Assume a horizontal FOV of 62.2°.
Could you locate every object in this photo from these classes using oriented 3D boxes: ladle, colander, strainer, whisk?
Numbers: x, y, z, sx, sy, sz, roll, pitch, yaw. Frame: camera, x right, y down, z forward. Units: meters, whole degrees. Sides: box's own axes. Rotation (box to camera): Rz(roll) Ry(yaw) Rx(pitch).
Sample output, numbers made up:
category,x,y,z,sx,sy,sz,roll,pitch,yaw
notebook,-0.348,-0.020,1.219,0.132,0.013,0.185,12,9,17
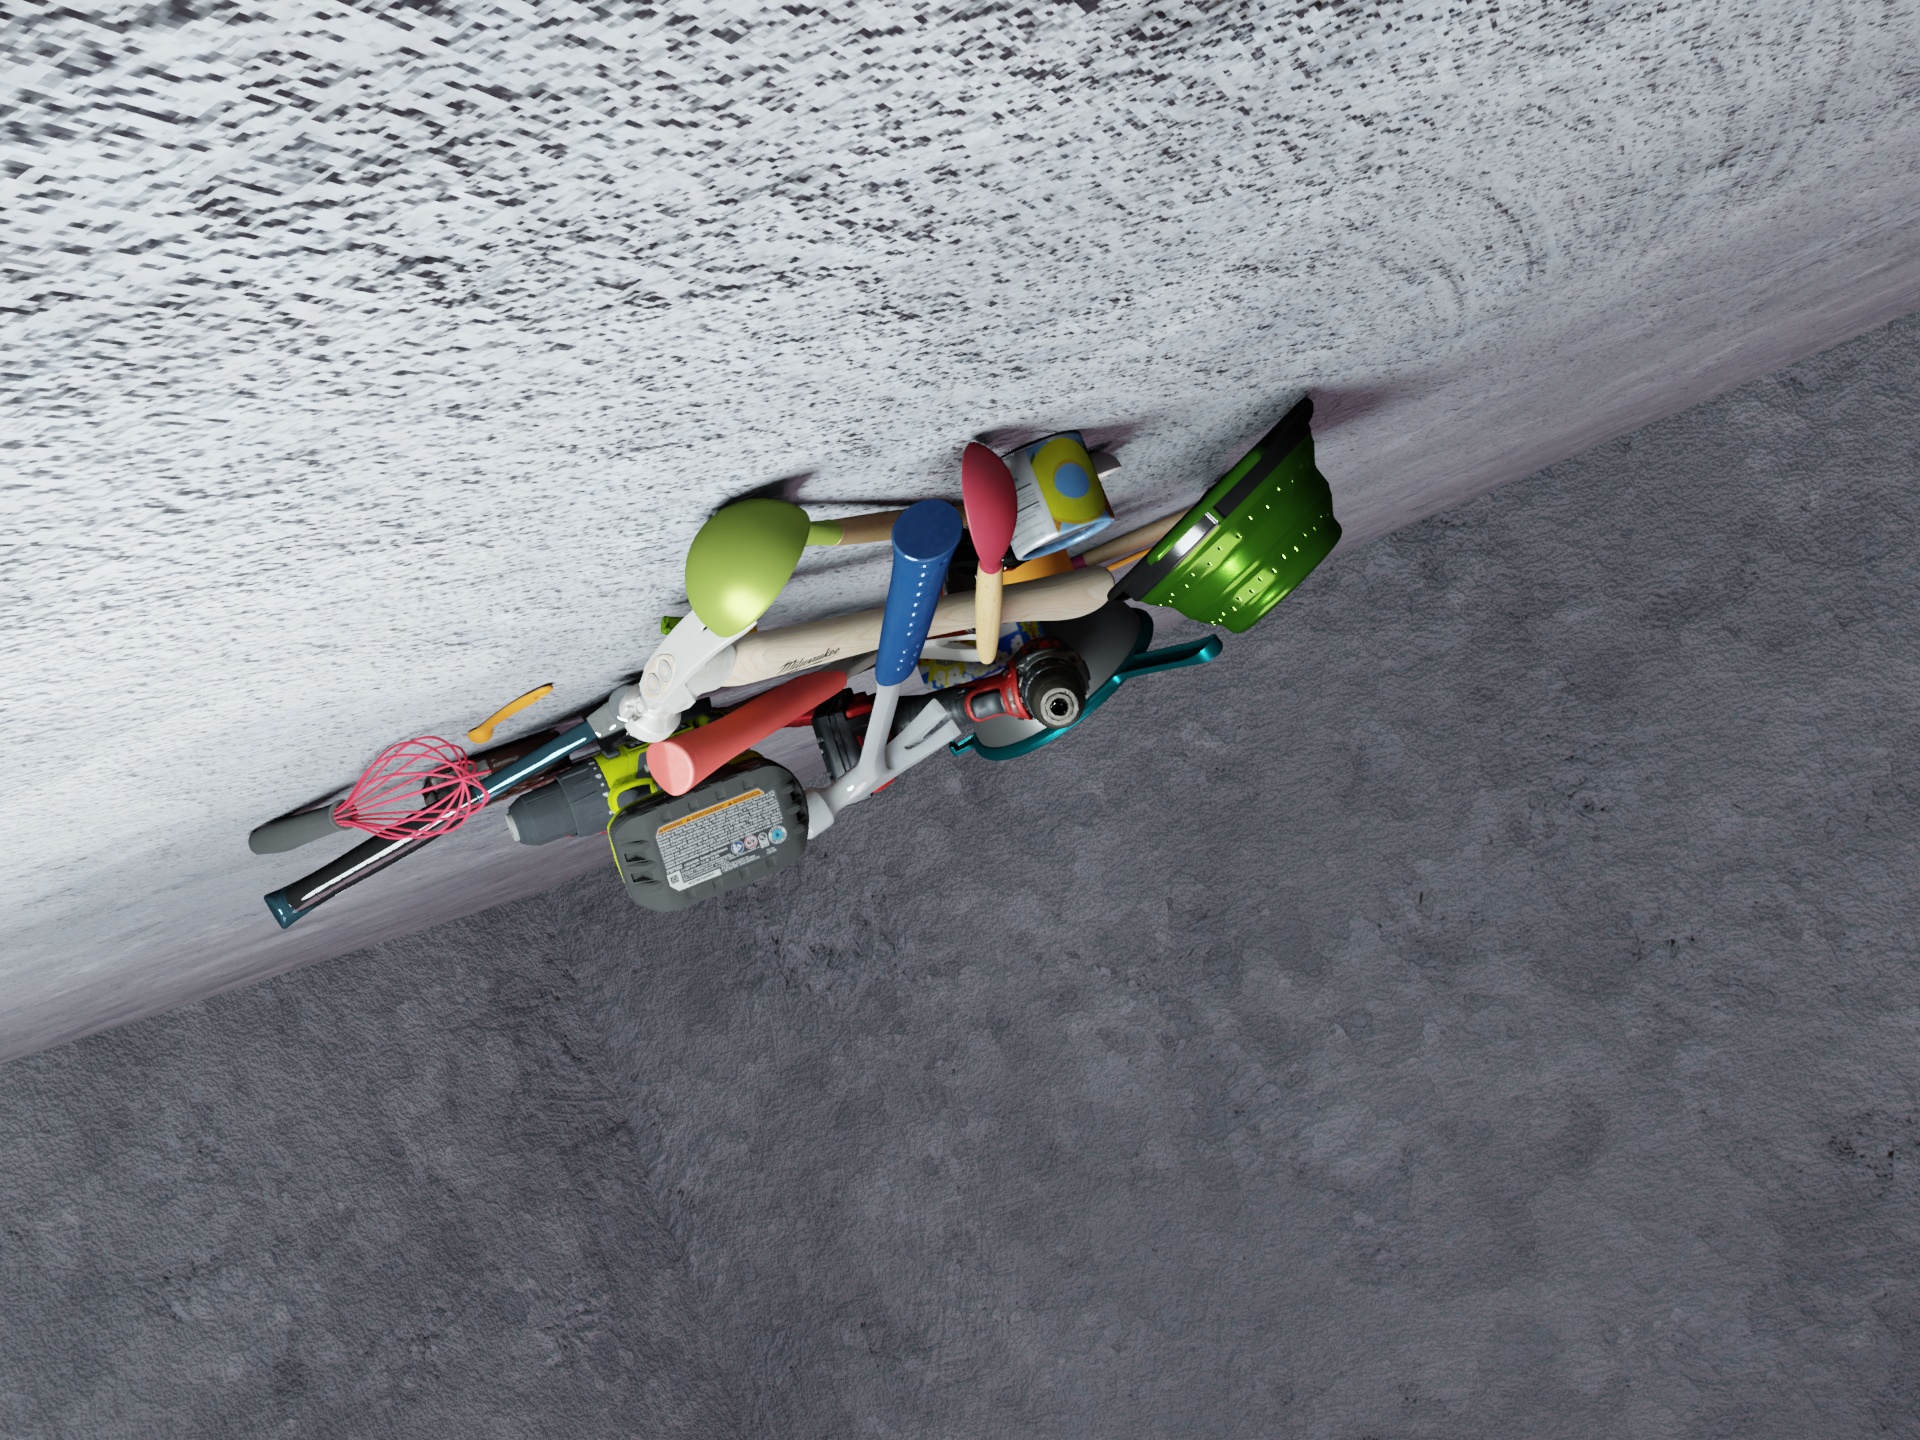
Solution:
category,x,y,z,sx,sy,sz,roll,pitch,yaw
ladle,0.017,-0.088,0.999,0.031,0.069,0.315,0,164,1
ladle,-0.054,-0.100,0.915,0.078,0.062,0.320,-41,171,26
colander,0.224,-0.145,1.247,0.204,0.094,0.397,-45,180,13
strainer,0.105,-0.071,1.457,0.211,0.095,0.340,-49,-162,-25
whisk,-0.441,0.066,1.162,0.296,0.073,0.073,-15,-179,38

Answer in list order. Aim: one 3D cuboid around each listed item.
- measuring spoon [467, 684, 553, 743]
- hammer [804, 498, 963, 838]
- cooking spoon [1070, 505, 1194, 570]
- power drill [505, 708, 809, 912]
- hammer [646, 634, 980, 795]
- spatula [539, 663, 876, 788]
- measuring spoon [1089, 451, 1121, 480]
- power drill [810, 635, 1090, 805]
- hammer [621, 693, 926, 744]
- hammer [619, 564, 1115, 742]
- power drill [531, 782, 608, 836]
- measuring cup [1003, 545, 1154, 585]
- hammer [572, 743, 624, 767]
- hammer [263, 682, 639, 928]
category,x,y,z,sx,sy,sz,roll,pitch,yaw
measuring spoon,-0.323,-0.003,1.145,0.021,0.011,0.117,-19,176,-46
hammer,-0.041,-0.031,1.041,0.144,0.035,0.405,-34,167,-20
cooking spoon,0.144,-0.163,1.527,0.319,0.017,0.068,-22,177,20
power drill,-0.224,0.064,1.169,0.190,0.080,0.229,-21,-161,-21
hammer,-0.112,-0.018,1.173,0.149,0.036,0.359,0,-164,21
spatula,-0.206,0.002,1.317,0.316,0.018,0.060,-23,179,-17
measuring spoon,0.090,-0.171,1.089,0.034,0.018,0.124,-22,-176,5
power drill,-0.002,-0.004,1.297,0.226,0.080,0.188,-17,-169,3
hammer,-0.119,-0.012,1.516,0.386,0.038,0.143,-4,165,-39
hammer,-0.030,-0.072,1.089,0.410,0.038,0.146,-15,162,-43
power drill,-0.288,0.075,1.484,0.143,0.078,0.219,-9,174,14
measuring cup,0.083,-0.135,1.304,0.173,0.052,0.095,-22,177,-20
hammer,-0.220,-0.008,1.601,0.409,0.036,0.149,-21,178,-5
hammer,-0.385,0.064,1.228,0.331,0.033,0.128,-31,-176,-7
